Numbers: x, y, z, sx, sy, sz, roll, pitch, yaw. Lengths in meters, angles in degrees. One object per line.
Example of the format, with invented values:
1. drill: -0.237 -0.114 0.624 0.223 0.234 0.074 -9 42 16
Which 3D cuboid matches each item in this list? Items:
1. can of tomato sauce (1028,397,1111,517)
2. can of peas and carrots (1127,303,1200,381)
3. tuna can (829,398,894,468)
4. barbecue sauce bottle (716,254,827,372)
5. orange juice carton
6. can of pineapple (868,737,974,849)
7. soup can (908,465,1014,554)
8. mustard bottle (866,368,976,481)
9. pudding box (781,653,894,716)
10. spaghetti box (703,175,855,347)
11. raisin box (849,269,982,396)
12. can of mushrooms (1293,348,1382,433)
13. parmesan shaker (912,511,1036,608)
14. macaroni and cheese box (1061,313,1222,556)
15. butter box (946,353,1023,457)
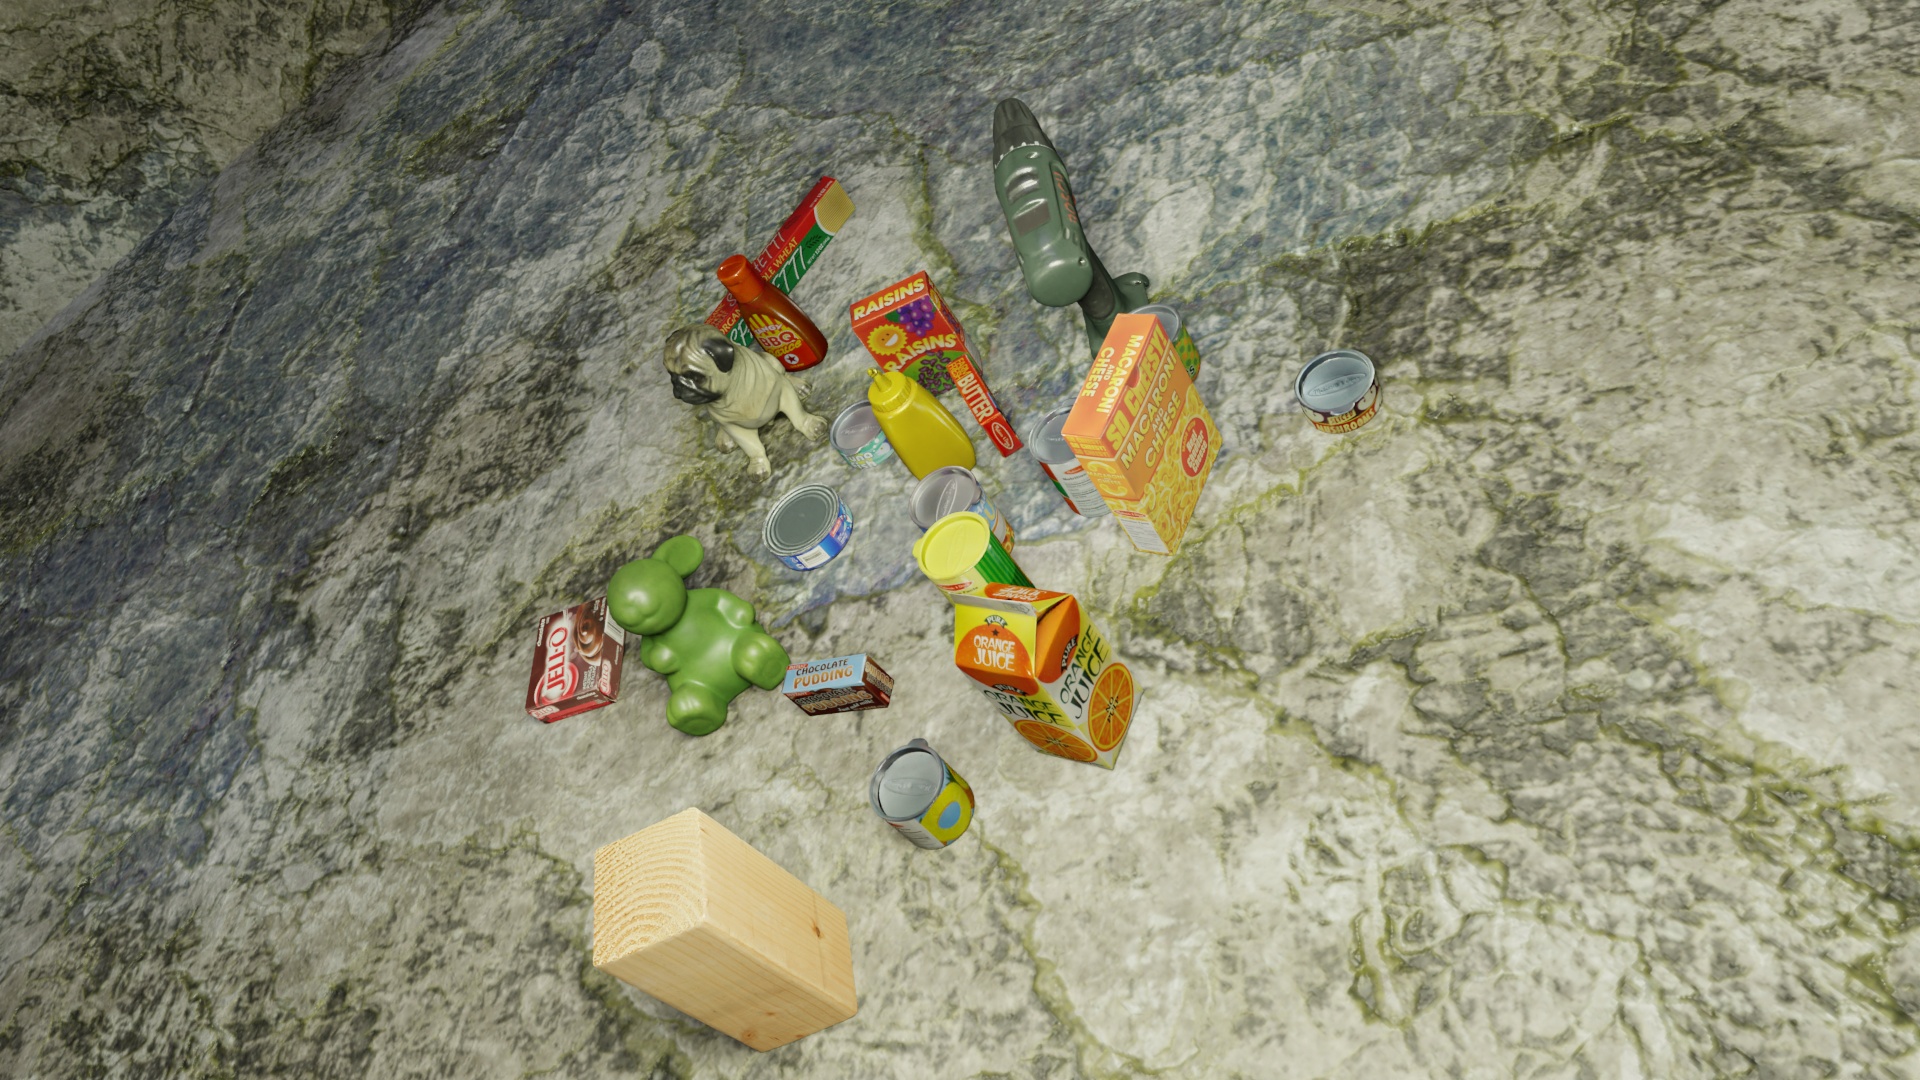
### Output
1. can of tomato sauce: 0.106 -0.071 1.207 0.071 0.083 0.071 -17 49 20
2. can of peas and carrots: 0.178 -0.169 1.256 0.071 0.058 0.071 -17 49 20
3. tuna can: -0.096 -0.105 1.391 0.071 0.032 0.071 -16 49 20
4. barbecue sauce bottle: -0.204 -0.243 1.483 0.065 0.148 0.044 -9 52 26
5. orange juice carton: 0.061 0.092 1.031 0.072 0.192 0.073 8 61 36
6. can of pineapple: -0.029 0.201 1.096 0.071 0.057 0.071 -17 49 20
7. soup can: 0.004 -0.015 1.225 0.071 0.083 0.072 -17 49 20
8. mustard bottle: -0.043 -0.111 1.275 0.065 0.159 0.049 -36 45 3
9. pudding box: -0.107 0.126 1.208 0.083 0.049 0.030 -10 52 25
10. spaghetti box: -0.211 -0.316 1.613 0.029 0.050 0.251 20 69 40
11. raisin box: -0.042 -0.197 1.367 0.086 0.123 0.040 -22 48 16
12. can of mushrooms: 0.314 -0.122 1.154 0.071 0.033 0.071 -16 49 20
13. parmesan shaker: 0.014 0.031 1.170 0.071 0.102 0.072 -17 49 20
14. macaroni and cheese box: 0.152 -0.084 1.130 0.040 0.166 0.124 8 61 36
15. butter box: 0.022 -0.129 1.324 0.024 0.053 0.104 -33 46 6
